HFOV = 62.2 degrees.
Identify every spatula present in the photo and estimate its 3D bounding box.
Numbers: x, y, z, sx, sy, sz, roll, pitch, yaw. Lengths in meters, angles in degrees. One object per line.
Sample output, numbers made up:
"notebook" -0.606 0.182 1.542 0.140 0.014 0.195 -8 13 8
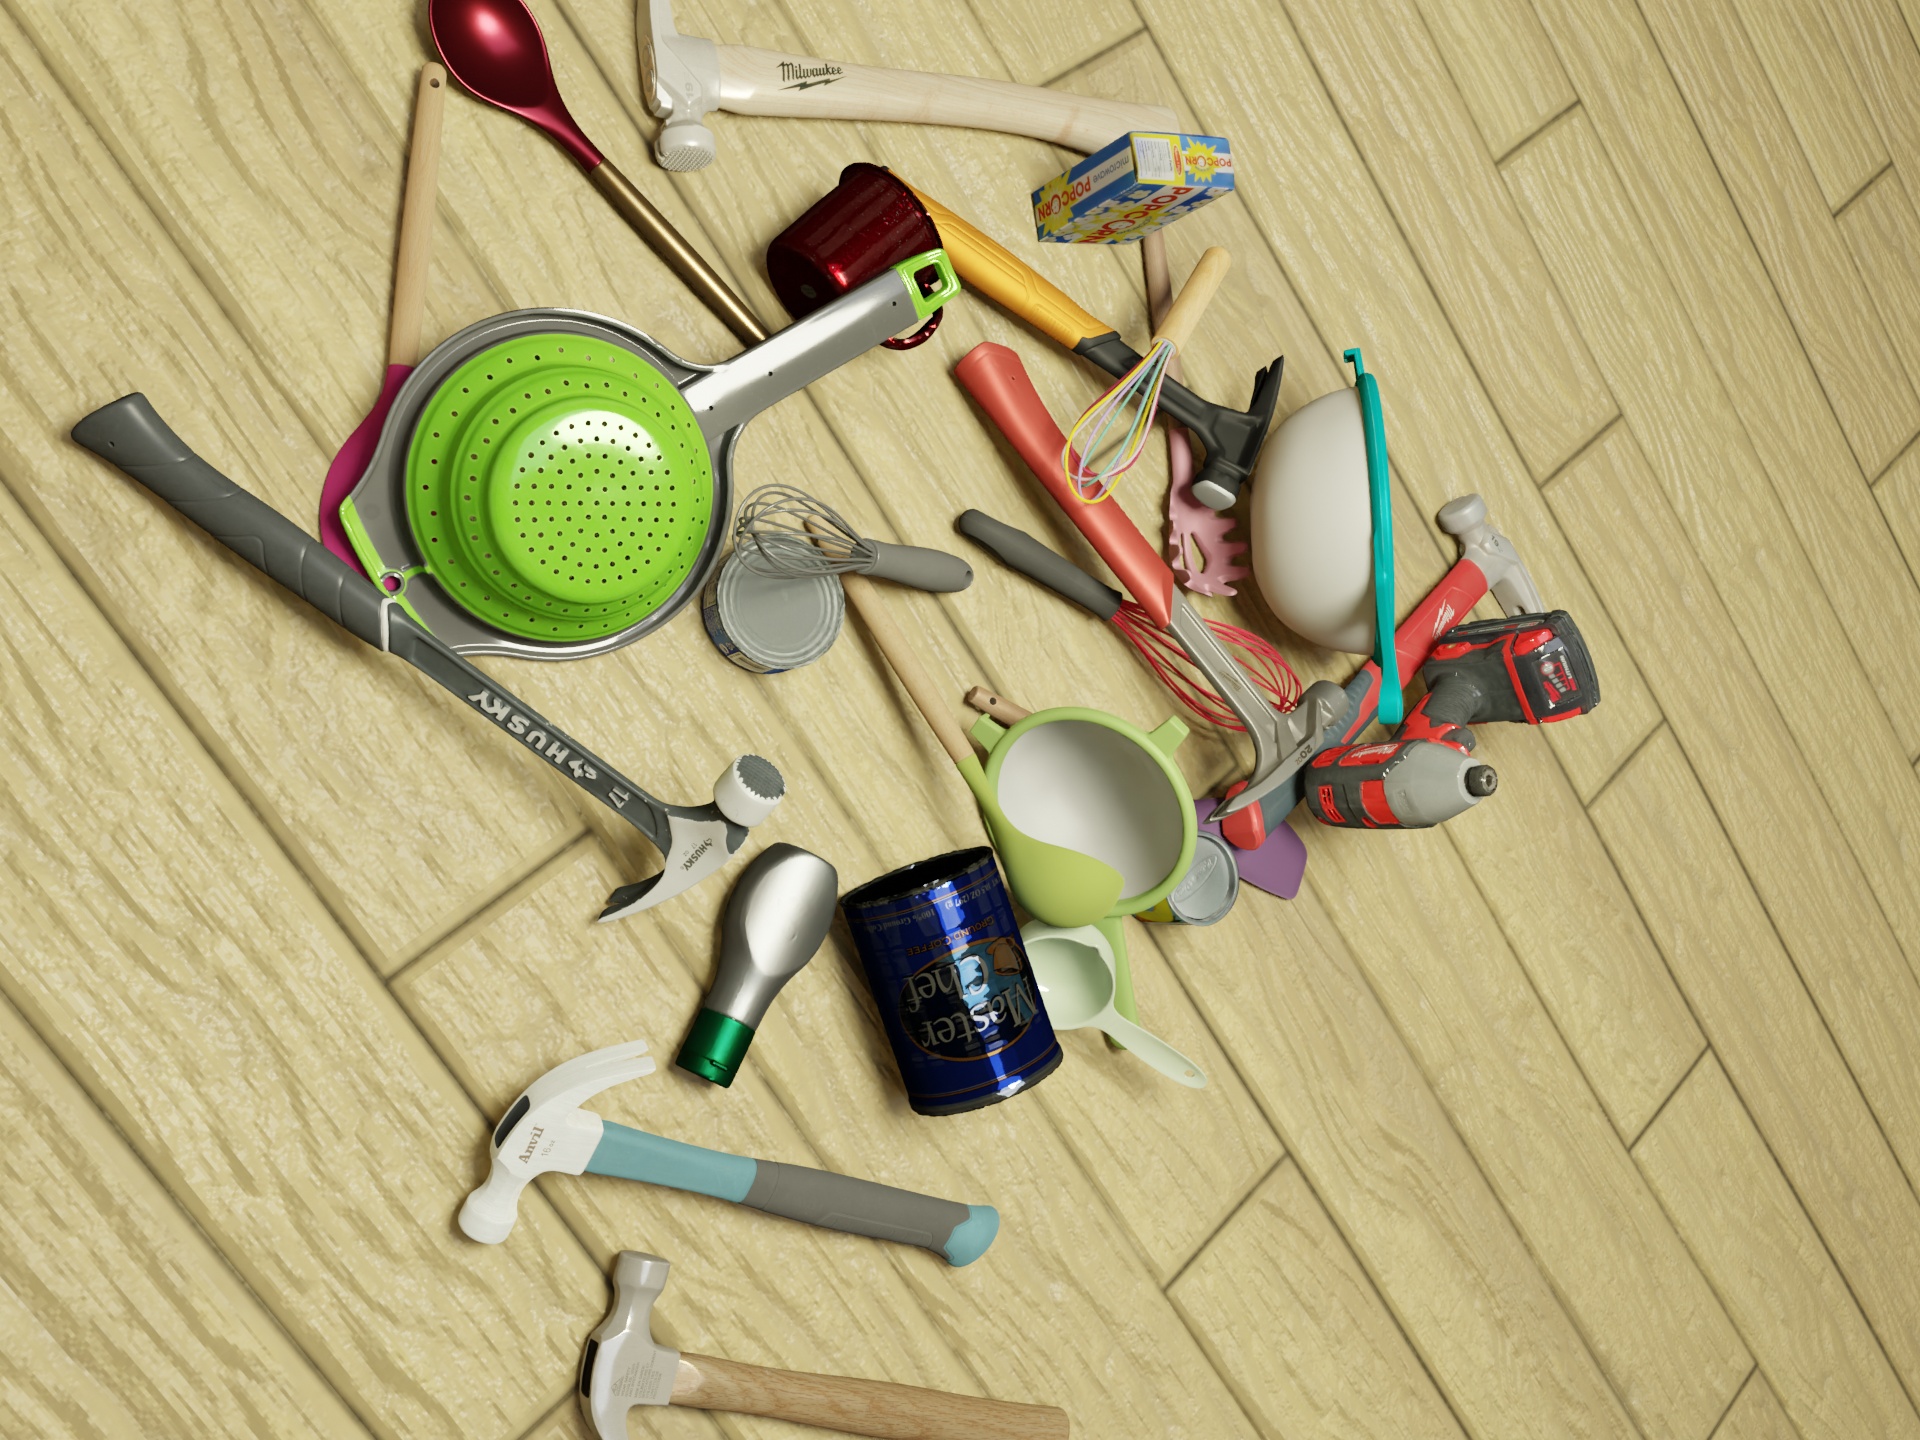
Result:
"spatula" 0.135 0.047 1.141 0.315 0.018 0.060 27 71 -25

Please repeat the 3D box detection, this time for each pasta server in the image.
"pasta server" 0.162 -0.244 1.180 0.060 0.040 0.316 -5 86 -26

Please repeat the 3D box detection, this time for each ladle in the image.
"ladle" -0.206 -0.326 0.990 0.315 0.031 0.069 46 66 -19
"ladle" -0.002 -0.003 1.030 0.062 0.078 0.320 -30 86 -25

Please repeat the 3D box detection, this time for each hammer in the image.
"hammer" -0.297 -0.037 0.869 0.408 0.149 0.036 38 32 -11
"hammer" 0.111 -0.105 1.082 0.149 0.036 0.359 -37 88 -33
"hammer" -0.118 0.279 0.950 0.330 0.033 0.128 23 98 -29
"hammer" -0.074 0.421 0.973 0.331 0.031 0.130 21 74 -26
"hammer" 0.079 -0.286 1.117 0.336 0.034 0.127 30 69 -17
"hammer" 0.334 -0.018 1.241 0.386 0.038 0.143 -43 106 -29
"hammer" -0.021 -0.439 1.101 0.410 0.038 0.146 -5 86 -30

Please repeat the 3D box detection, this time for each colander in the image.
"colander" -0.149 -0.169 0.910 0.397 0.095 0.204 -34 115 -16

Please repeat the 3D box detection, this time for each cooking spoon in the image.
"cooking spoon" -0.320 -0.228 0.918 0.068 0.017 0.319 7 82 -29

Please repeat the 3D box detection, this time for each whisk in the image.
"whisk" 0.130 -0.244 1.088 0.047 0.051 0.245 34 63 -7
"whisk" 0.123 -0.071 1.128 0.295 0.073 0.073 29 71 -18
"whisk" -0.059 -0.105 0.989 0.238 0.055 0.055 5 81 -58

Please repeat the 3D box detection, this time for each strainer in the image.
"strainer" 0.104 0.099 1.083 0.069 0.151 0.256 -42 126 -54
"strainer" 0.249 -0.102 1.100 0.341 0.095 0.210 -76 160 -52

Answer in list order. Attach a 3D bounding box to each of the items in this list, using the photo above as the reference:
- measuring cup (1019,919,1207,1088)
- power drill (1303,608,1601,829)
"measuring cup" 0.101 0.191 1.069 0.167 0.083 0.038 37 26 -13
"power drill" 0.362 0.005 1.150 0.220 0.143 0.078 -35 106 -33
